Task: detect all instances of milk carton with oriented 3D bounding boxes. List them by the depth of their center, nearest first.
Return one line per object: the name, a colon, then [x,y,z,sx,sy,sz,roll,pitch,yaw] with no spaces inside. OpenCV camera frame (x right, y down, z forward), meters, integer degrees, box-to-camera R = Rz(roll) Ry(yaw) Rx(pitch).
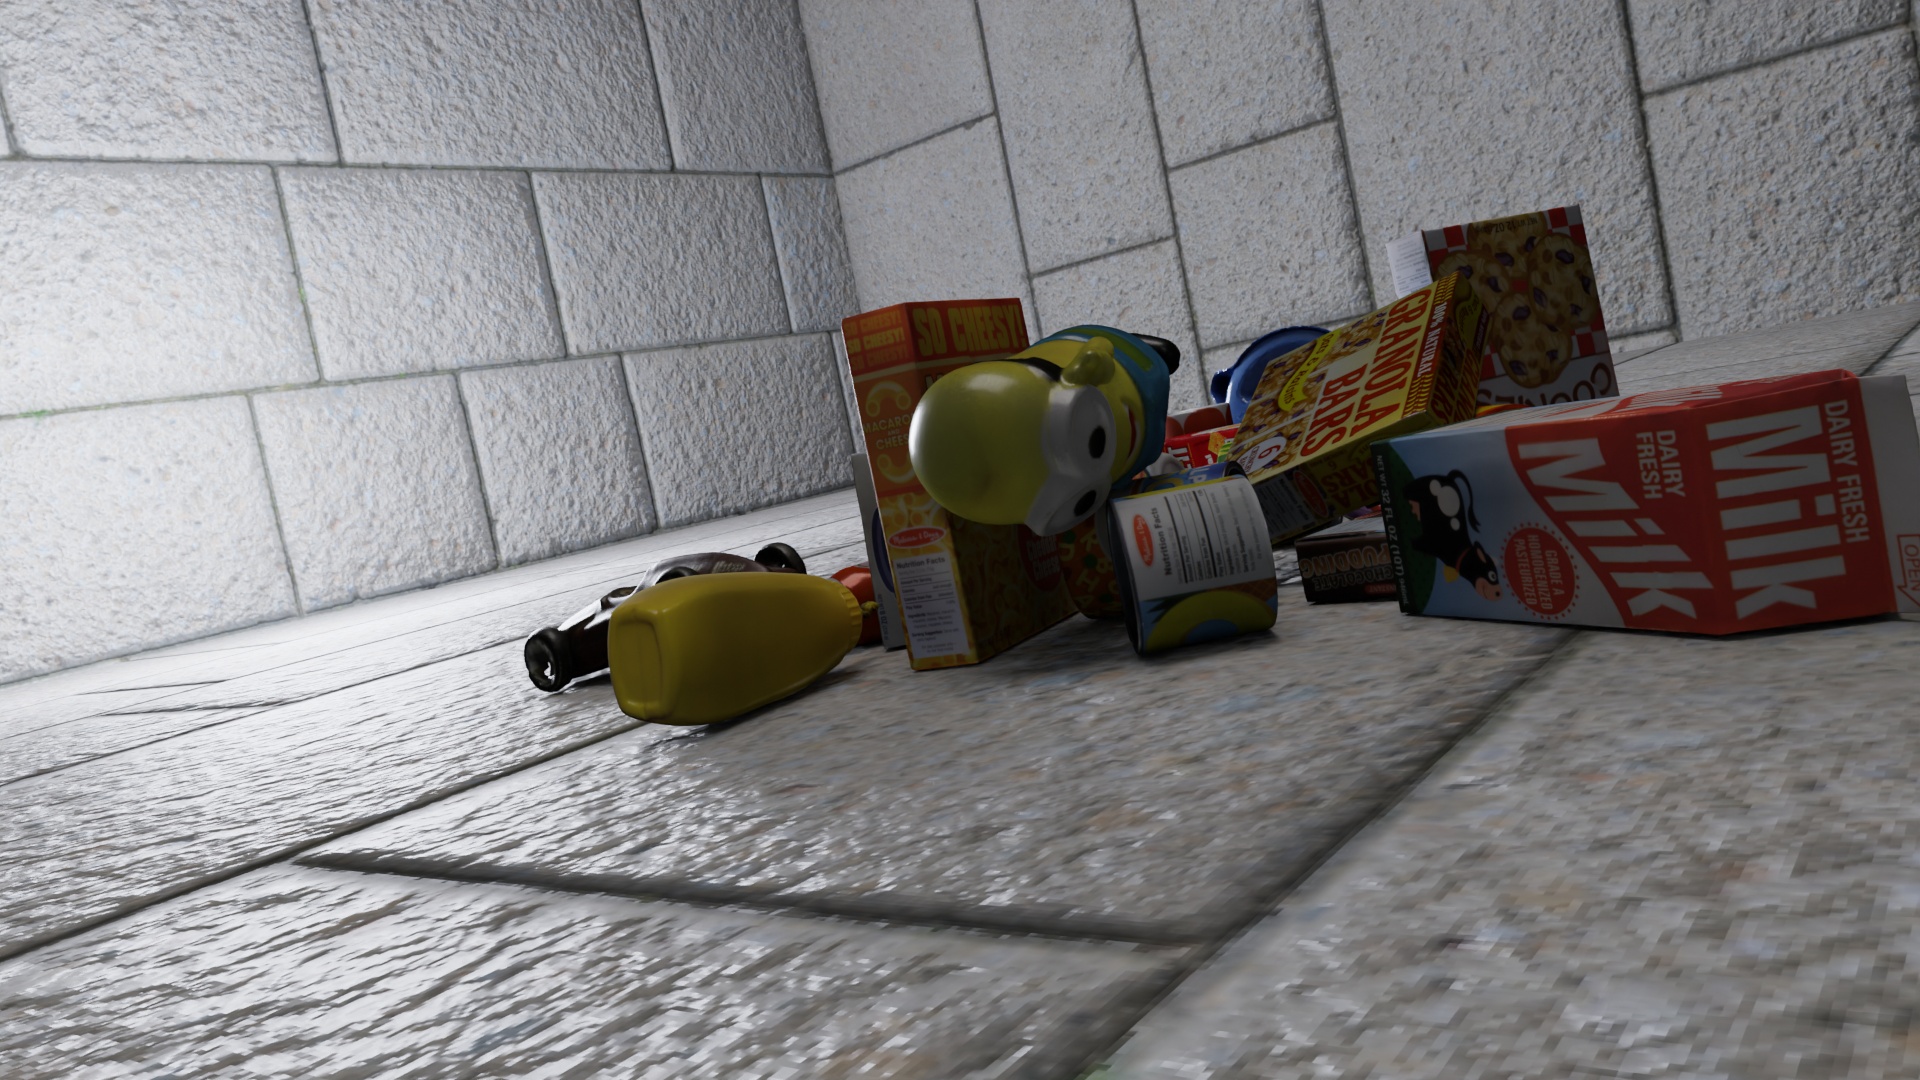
milk carton: [0.234,-0.013,0.475,0.073,0.072,0.190,-13,4,-21]

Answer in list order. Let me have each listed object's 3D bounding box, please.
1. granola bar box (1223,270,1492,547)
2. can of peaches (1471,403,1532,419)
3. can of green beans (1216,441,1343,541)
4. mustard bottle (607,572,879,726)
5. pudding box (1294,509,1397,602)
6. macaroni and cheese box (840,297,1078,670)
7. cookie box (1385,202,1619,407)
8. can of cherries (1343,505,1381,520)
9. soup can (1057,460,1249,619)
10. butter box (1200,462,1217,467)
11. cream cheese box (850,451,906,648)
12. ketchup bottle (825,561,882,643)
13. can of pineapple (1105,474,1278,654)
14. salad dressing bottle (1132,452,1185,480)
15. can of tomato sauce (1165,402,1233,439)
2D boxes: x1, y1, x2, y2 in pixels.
granola bar box: [0.207,-0.068,0.728,0.124,0.039,0.166,-25,19,36]
can of peaches: [0.266,-0.038,0.708,0.071,0.071,0.058,-12,5,-12]
can of green beans: [0.191,-0.031,0.830,0.058,0.071,0.071,-10,5,28]
mustard bottle: [-0.091,0.045,0.649,0.049,0.065,0.160,-2,3,34]
pudding box: [0.195,0.004,0.625,0.049,0.030,0.084,-8,5,45]
macaroni and cheese box: [0.004,-0.033,0.683,0.040,0.166,0.124,-10,4,29]
cookie box: [0.340,-0.115,0.857,0.123,0.167,0.040,-13,1,-21]
can of cherries: [0.244,-0.037,0.767,0.071,0.071,0.058,-13,10,-15]
soup can: [0.096,0.000,0.668,0.083,0.071,0.071,-10,5,25]
butter box: [0.183,-0.029,0.898,0.024,0.053,0.104,-10,4,44]
cream cheese box: [-0.023,0.001,0.729,0.053,0.103,0.024,-10,1,3]
ketchup bottle: [-0.038,0.031,0.778,0.149,0.043,0.064,-16,13,-37]
can of pineapple: [0.095,0.010,0.576,0.058,0.071,0.071,-11,4,1]
salad dressing bottle: [0.096,-0.022,1.015,0.147,0.064,0.044,-18,-13,38]
can of tomato sauce: [0.192,-0.064,1.111,0.071,0.083,0.071,-12,4,1]
